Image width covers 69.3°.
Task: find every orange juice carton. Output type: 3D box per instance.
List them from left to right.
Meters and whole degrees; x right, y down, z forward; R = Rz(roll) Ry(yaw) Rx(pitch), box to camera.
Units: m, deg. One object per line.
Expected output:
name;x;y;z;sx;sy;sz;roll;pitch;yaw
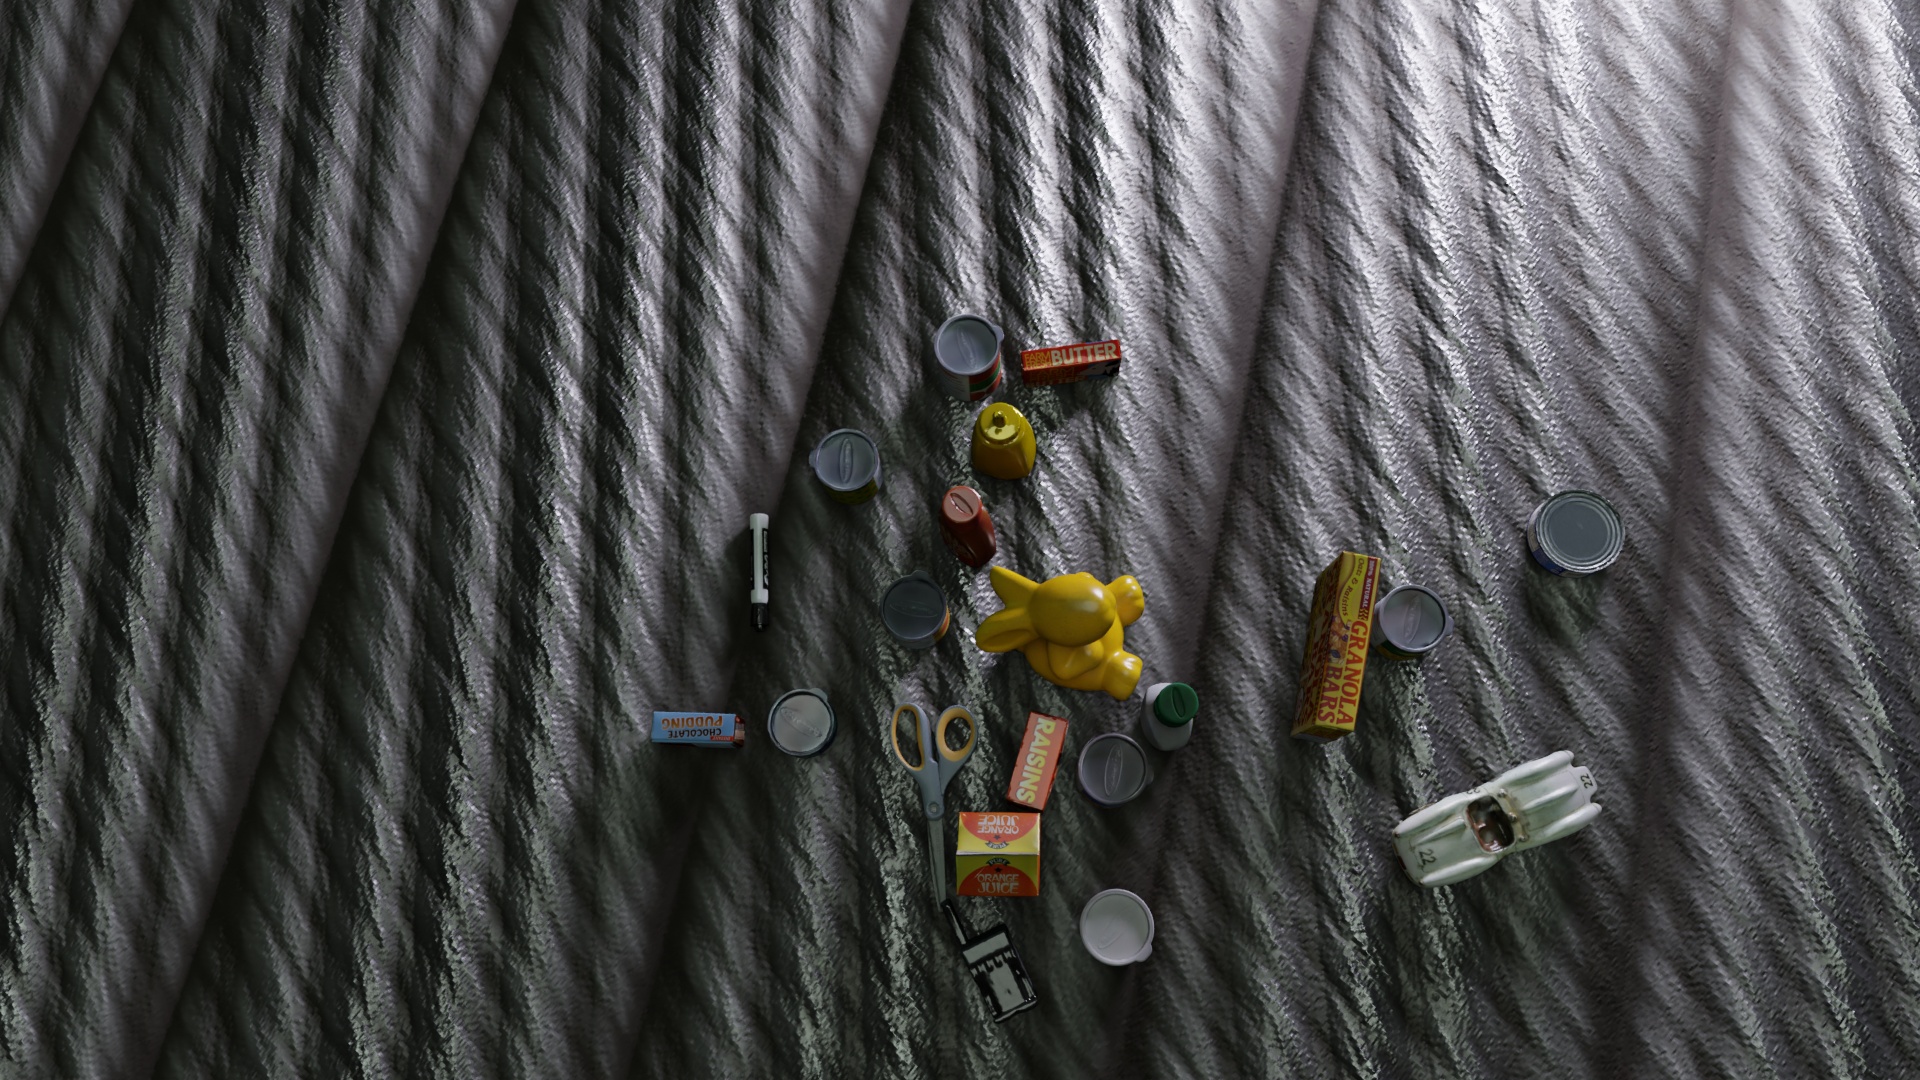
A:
orange juice carton;0.035;0.283;1.252;0.072;0.192;0.073;1;77;3

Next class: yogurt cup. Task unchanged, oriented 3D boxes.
yogurt cup;0.145;0.361;1.299;0.072;0.054;0.072;-1;76;3

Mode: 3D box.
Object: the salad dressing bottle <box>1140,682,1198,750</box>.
salad dressing bottle;0.196;0.161;1.298;0.044;0.147;0.064;-12;76;0

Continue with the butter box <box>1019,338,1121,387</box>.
butter box;0.114;-0.183;1.437;0.103;0.053;0.024;-7;76;1

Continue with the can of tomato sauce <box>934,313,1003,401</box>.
can of tomato sauce;0.010;-0.188;1.427;0.071;0.083;0.071;-1;76;3

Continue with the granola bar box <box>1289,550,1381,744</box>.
granola bar box;0.355;0.104;1.317;0.039;0.124;0.166;12;77;6

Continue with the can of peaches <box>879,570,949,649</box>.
can of peaches;-0.044;0.070;1.378;0.071;0.058;0.071;-1;76;3

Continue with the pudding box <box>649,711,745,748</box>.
pudding box;-0.257;0.186;1.363;0.084;0.049;0.030;1;77;3

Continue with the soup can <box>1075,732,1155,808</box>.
soup can;0.145;0.221;1.318;0.071;0.083;0.071;-1;76;3

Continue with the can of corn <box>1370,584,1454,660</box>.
can of corn;0.437;0.082;1.353;0.071;0.058;0.071;-1;76;3

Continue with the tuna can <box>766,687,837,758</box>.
tuna can;-0.154;0.179;1.369;0.071;0.032;0.071;-1;76;3

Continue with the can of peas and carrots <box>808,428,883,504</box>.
can of peas and carrots;-0.116;-0.074;1.417;0.071;0.058;0.071;-1;76;3

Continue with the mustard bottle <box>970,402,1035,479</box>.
mustard bottle;0.041;-0.102;1.364;0.065;0.160;0.049;9;77;5

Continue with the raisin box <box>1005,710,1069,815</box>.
raisin box;0.072;0.211;1.304;0.040;0.123;0.086;16;78;6

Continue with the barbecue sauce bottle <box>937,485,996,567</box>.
barbecue sauce bottle;0.005;-0.017;1.351;0.044;0.148;0.065;-43;78;-7
